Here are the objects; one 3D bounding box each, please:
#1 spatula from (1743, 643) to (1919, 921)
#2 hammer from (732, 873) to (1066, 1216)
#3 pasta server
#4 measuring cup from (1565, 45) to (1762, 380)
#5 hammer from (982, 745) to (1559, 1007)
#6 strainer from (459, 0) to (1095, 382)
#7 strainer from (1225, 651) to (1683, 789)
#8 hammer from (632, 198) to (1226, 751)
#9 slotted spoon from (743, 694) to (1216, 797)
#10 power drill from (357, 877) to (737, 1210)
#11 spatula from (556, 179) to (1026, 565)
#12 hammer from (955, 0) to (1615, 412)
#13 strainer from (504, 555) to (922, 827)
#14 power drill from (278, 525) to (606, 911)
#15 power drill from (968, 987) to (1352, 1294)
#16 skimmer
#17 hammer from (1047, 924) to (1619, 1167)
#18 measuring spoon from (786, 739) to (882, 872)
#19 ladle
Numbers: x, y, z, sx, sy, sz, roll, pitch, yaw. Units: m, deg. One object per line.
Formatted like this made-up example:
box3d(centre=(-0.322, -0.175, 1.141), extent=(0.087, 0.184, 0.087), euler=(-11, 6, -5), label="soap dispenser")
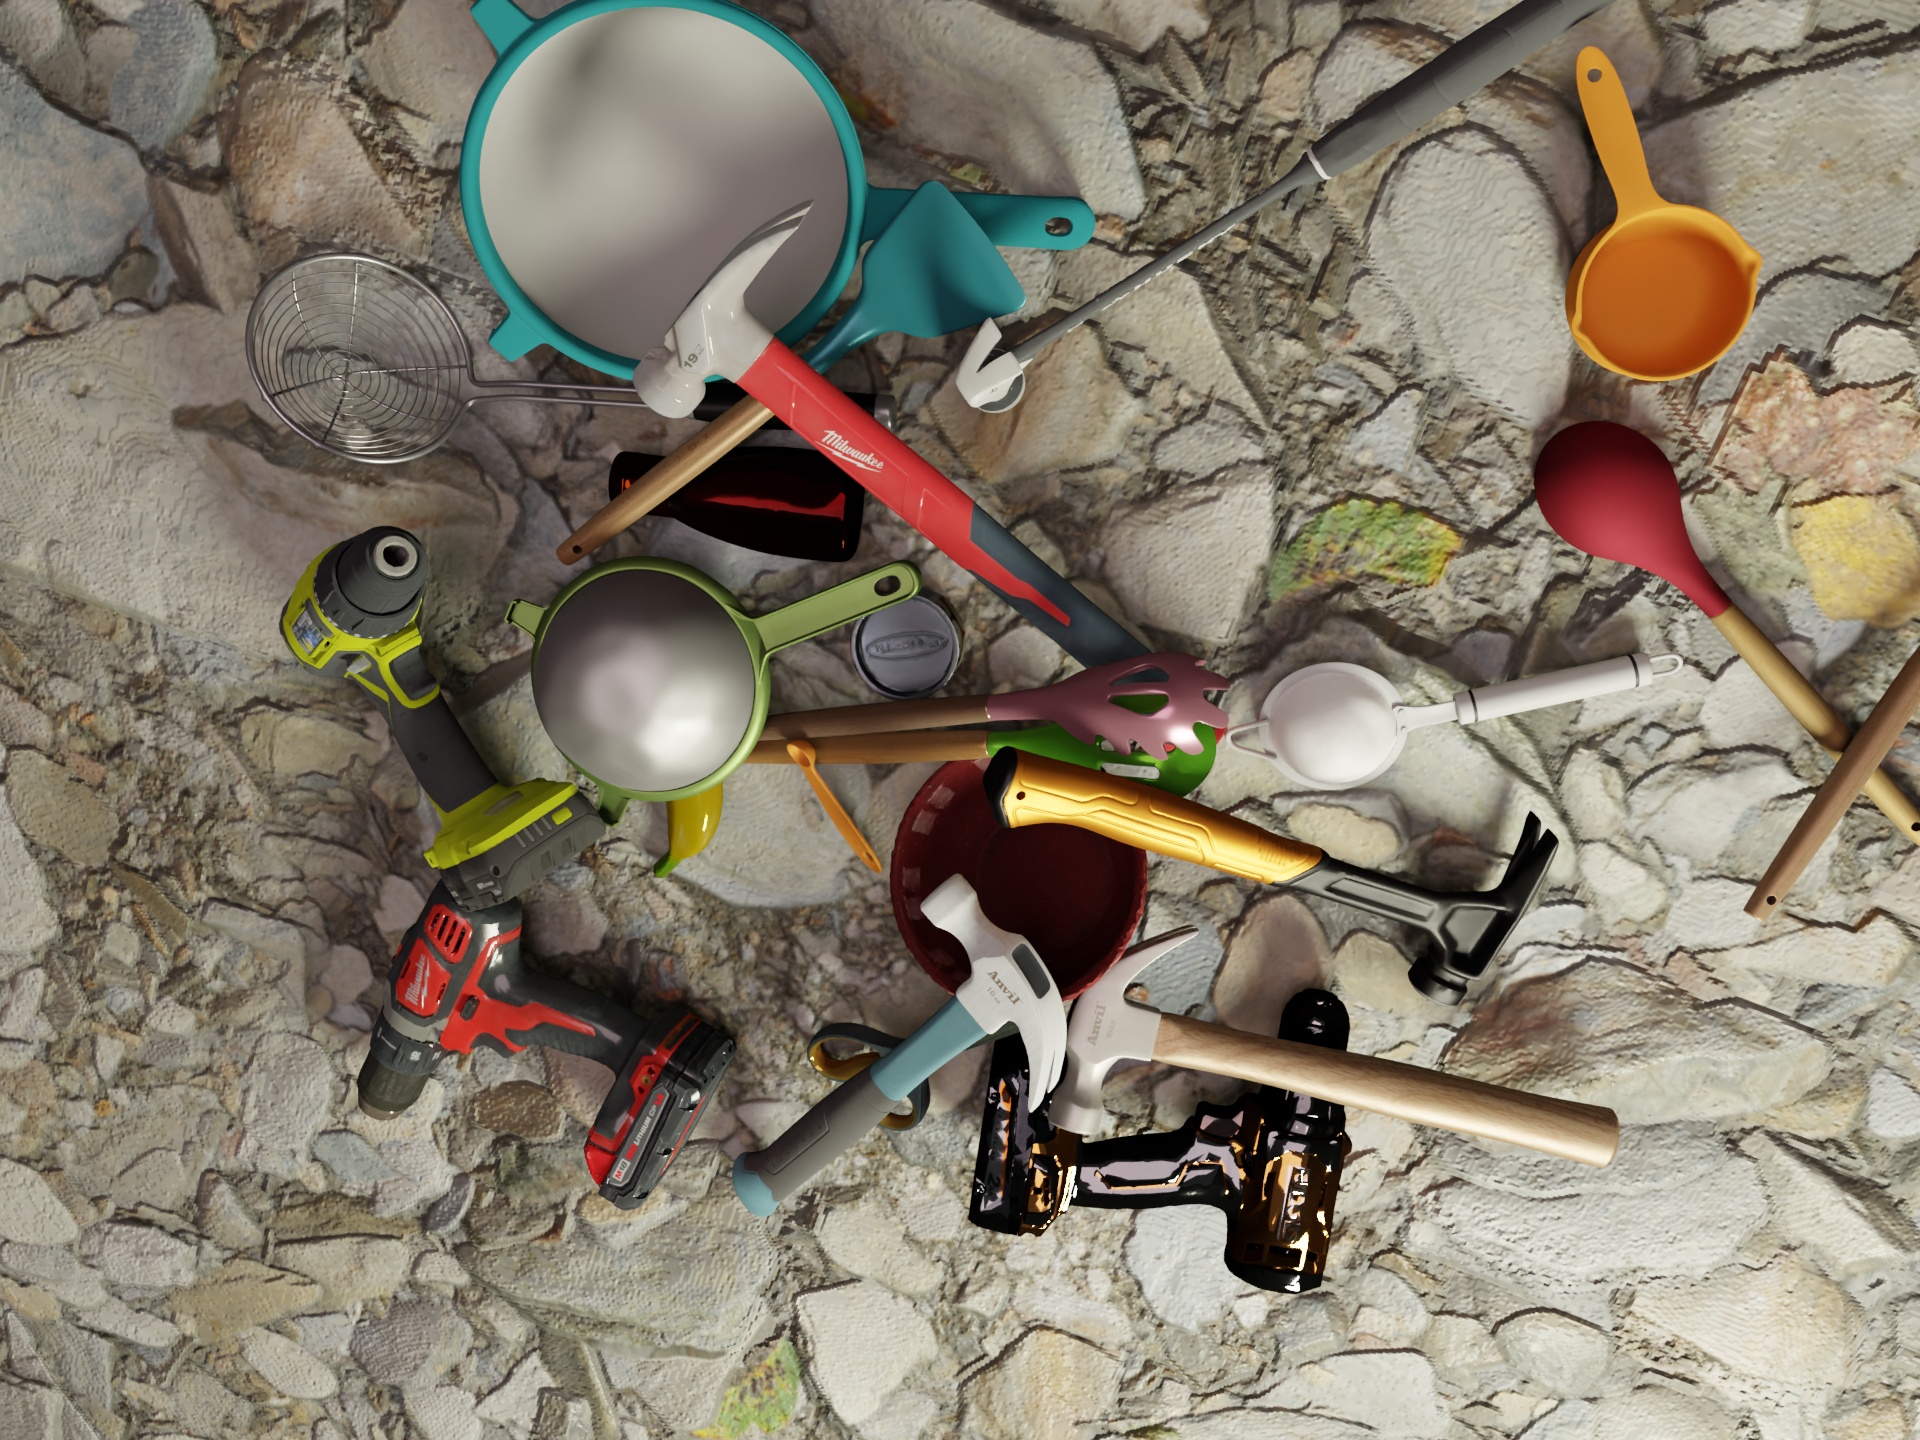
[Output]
box3d(centre=(0.520, -0.026, 0.867), extent=(0.060, 0.018, 0.316), euler=(30, 99, 2), label="spatula")
box3d(centre=(-0.052, 0.224, 0.970), extent=(0.128, 0.033, 0.331), euler=(49, 129, 6), label="hammer")
box3d(centre=(-0.001, -0.003, 0.917), extent=(0.316, 0.040, 0.060), euler=(-5, 70, 29), label="pasta server")
box3d(centre=(0.350, -0.263, 0.832), extent=(0.095, 0.052, 0.173), euler=(-20, 98, 14), label="measuring cup")
box3d(centre=(0.171, 0.069, 0.888), extent=(0.336, 0.034, 0.127), euler=(17, 114, -18), label="hammer")
box3d(centre=(-0.098, -0.299, 0.882), extent=(0.340, 0.095, 0.210), euler=(0, 128, -12), label="strainer")
box3d(centre=(0.283, -0.006, 0.915), extent=(0.258, 0.050, 0.086), euler=(-13, 117, 9), label="strainer")
box3d(centre=(0.014, -0.110, 0.871), extent=(0.386, 0.038, 0.143), euler=(37, 130, -18), label="hammer")
box3d(centre=(-0.006, 0.017, 0.941), extent=(0.314, 0.031, 0.070), euler=(-2, 89, 24), label="slotted spoon")
box3d(centre=(-0.284, 0.227, 1.050), extent=(0.227, 0.080, 0.188), euler=(31, 107, 4), label="power drill")
box3d(centre=(-0.111, -0.176, 0.888), extent=(0.317, 0.044, 0.082), euler=(-34, 115, 17), label="spatula")
box3d(centre=(0.172, -0.283, 0.827), extent=(0.409, 0.149, 0.036), euler=(-32, 95, 8), label="hammer")
box3d(centre=(-0.144, -0.037, 0.924), extent=(0.256, 0.069, 0.151), euler=(-20, 97, 13), label="strainer")
box3d(centre=(-0.312, -0.005, 0.947), extent=(0.190, 0.080, 0.228), euler=(-18, 106, 57), label="power drill")
box3d(centre=(0.128, 0.245, 0.984), extent=(0.226, 0.084, 0.185), euler=(9, 98, 3), label="power drill")
box3d(centre=(-0.221, -0.201, 0.921), extent=(0.363, 0.090, 0.127), euler=(5, 75, 6), label="skimmer")
box3d(centre=(0.225, 0.207, 0.935), extent=(0.331, 0.031, 0.130), euler=(13, 90, -3), label="hammer")
box3d(centre=(-0.074, 0.053, 0.981), extent=(0.021, 0.011, 0.116), euler=(13, 143, 45), label="measuring spoon")
box3d(centre=(0.439, -0.043, 0.887), extent=(0.069, 0.031, 0.315), euler=(-43, 96, 16), label="ladle")
